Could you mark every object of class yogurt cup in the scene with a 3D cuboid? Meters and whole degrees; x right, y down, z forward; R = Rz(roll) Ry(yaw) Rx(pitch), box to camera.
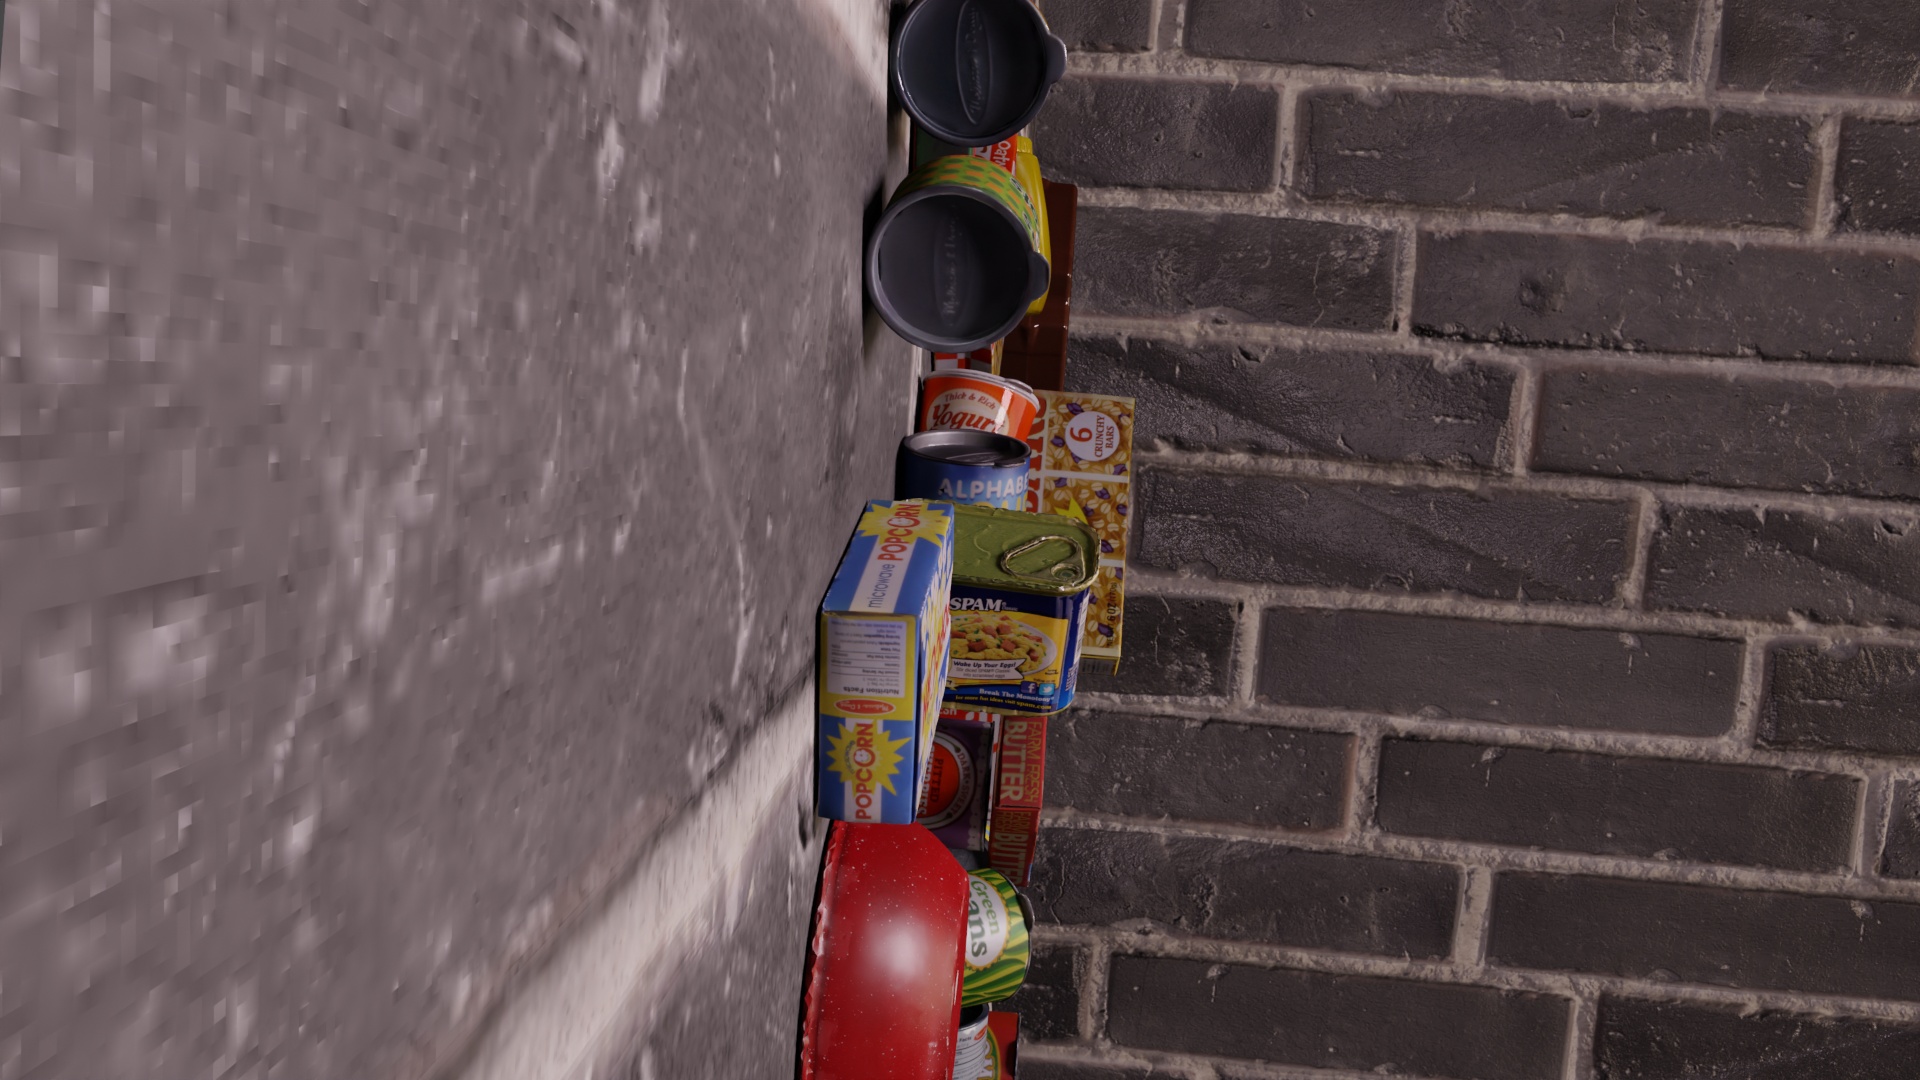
[{"bbox_3d":[0.006,-0.060,0.786,0.072,0.072,0.054,79,24,-77],"label":"yogurt cup"}]

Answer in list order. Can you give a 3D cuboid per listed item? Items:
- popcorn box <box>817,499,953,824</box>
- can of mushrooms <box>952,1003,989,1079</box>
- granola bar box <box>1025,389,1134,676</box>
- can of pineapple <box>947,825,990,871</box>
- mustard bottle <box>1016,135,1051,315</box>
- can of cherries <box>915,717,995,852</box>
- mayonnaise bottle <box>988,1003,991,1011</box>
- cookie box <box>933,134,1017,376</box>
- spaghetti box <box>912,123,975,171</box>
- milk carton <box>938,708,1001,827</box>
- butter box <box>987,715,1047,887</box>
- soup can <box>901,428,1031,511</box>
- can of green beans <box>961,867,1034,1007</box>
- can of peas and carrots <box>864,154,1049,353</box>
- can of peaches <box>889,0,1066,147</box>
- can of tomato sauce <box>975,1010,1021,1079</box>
[{"bbox_3d":[-0.028,0.043,0.551,0.127,0.038,0.085,-76,168,-69],"label":"popcorn box"},{"bbox_3d":[-0.021,0.249,0.704,0.071,0.071,0.033,-50,144,-84],"label":"can of mushrooms"},{"bbox_3d":[0.036,-0.009,0.820,0.039,0.124,0.166,85,10,-69],"label":"granola bar box"},{"bbox_3d":[-0.010,0.188,0.801,0.058,0.071,0.071,60,34,-85],"label":"can of pineapple"},{"bbox_3d":[0.035,-0.248,1.034,0.049,0.065,0.160,-29,120,-81],"label":"mustard bottle"},{"bbox_3d":[-0.014,0.122,0.706,0.071,0.058,0.071,-1,96,-87],"label":"can of cherries"},{"bbox_3d":[-0.013,0.252,0.876,0.041,0.065,0.147,-62,152,-72],"label":"mayonnaise bottle"},{"bbox_3d":[0.010,-0.166,0.905,0.122,0.040,0.168,89,7,-56],"label":"cookie box"},{"bbox_3d":[-0.004,-0.249,0.653,0.050,0.029,0.249,-79,172,-70],"label":"spaghetti box"},{"bbox_3d":[0.006,0.141,0.937,0.072,0.073,0.190,-64,158,-81],"label":"milk carton"},{"bbox_3d":[0.028,0.133,0.708,0.103,0.024,0.053,92,4,-56],"label":"butter box"},{"bbox_3d":[0.003,-0.009,0.720,0.071,0.071,0.083,-75,169,-72],"label":"soup can"},{"bbox_3d":[-0.007,0.198,0.689,0.071,0.058,0.071,-8,-100,53],"label":"can of green beans"},{"bbox_3d":[0.001,-0.115,0.553,0.059,0.071,0.070,-80,174,-62],"label":"can of peas and carrots"},{"bbox_3d":[0.009,-0.201,0.583,0.058,0.071,0.071,-80,173,-69],"label":"can of peaches"},{"bbox_3d":[-0.009,0.299,0.787,0.071,0.083,0.071,-2,96,-86],"label":"can of tomato sauce"}]
